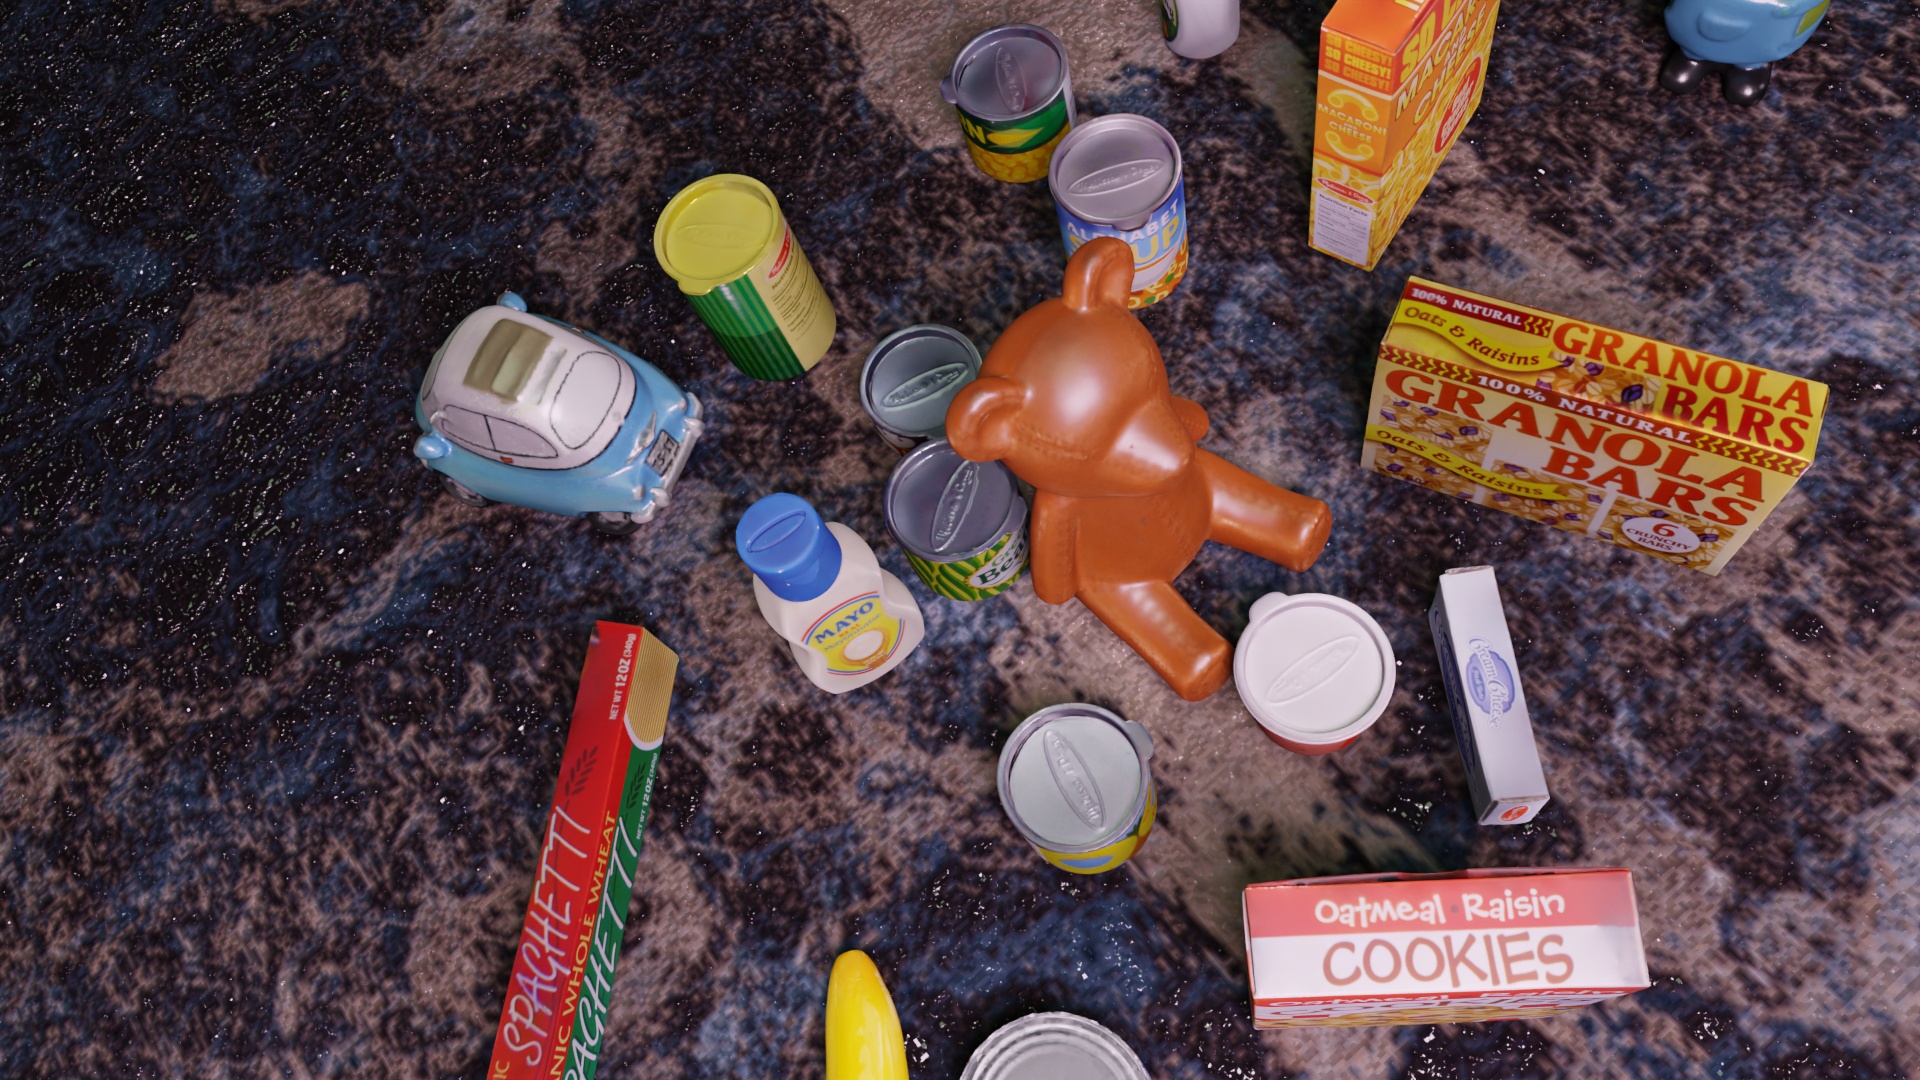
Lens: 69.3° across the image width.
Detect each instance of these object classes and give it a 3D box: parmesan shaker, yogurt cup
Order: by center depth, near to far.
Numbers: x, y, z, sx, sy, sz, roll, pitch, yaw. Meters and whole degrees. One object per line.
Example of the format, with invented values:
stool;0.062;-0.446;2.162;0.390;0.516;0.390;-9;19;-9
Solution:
yogurt cup;0.157;0.064;0.622;0.072;0.053;0.072;-4;67;10
parmesan shaker;-0.112;-0.134;0.736;0.071;0.102;0.071;-4;67;10

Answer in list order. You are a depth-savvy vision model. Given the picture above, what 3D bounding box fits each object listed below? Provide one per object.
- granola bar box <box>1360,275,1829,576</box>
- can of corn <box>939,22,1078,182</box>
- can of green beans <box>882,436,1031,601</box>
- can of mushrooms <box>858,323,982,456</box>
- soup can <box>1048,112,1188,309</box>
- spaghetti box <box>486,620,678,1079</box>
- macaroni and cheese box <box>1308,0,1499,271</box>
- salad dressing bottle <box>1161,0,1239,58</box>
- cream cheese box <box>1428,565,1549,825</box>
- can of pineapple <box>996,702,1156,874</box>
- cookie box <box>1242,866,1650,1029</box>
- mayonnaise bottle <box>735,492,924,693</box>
granola bar box;0.266;-0.049;0.609;0.166;0.124;0.039;20;73;19
can of corn;0.029;-0.243;0.777;0.071;0.058;0.071;-4;67;10
can of green beans;0.000;-0.010;0.684;0.071;0.057;0.071;-4;67;10
can of mushrooms;-0.017;-0.075;0.729;0.071;0.033;0.071;-4;67;10
soup can;0.084;-0.166;0.719;0.071;0.083;0.071;-4;67;10
spaghetti box;-0.177;0.164;0.652;0.029;0.050;0.251;2;68;13
macaroni and cheese box;0.218;-0.228;0.672;0.040;0.166;0.124;29;76;21
salad dressing bottle;0.126;-0.324;0.743;0.044;0.147;0.064;-5;67;10
cream cheese box;0.228;0.068;0.606;0.024;0.053;0.104;-8;66;8
can of pineapple;0.055;0.111;0.621;0.071;0.057;0.071;-4;67;10
cookie box;0.169;0.155;0.518;0.123;0.167;0.040;-6;67;10
mayonnaise bottle;-0.061;0.024;0.633;0.065;0.147;0.041;-33;65;-3
